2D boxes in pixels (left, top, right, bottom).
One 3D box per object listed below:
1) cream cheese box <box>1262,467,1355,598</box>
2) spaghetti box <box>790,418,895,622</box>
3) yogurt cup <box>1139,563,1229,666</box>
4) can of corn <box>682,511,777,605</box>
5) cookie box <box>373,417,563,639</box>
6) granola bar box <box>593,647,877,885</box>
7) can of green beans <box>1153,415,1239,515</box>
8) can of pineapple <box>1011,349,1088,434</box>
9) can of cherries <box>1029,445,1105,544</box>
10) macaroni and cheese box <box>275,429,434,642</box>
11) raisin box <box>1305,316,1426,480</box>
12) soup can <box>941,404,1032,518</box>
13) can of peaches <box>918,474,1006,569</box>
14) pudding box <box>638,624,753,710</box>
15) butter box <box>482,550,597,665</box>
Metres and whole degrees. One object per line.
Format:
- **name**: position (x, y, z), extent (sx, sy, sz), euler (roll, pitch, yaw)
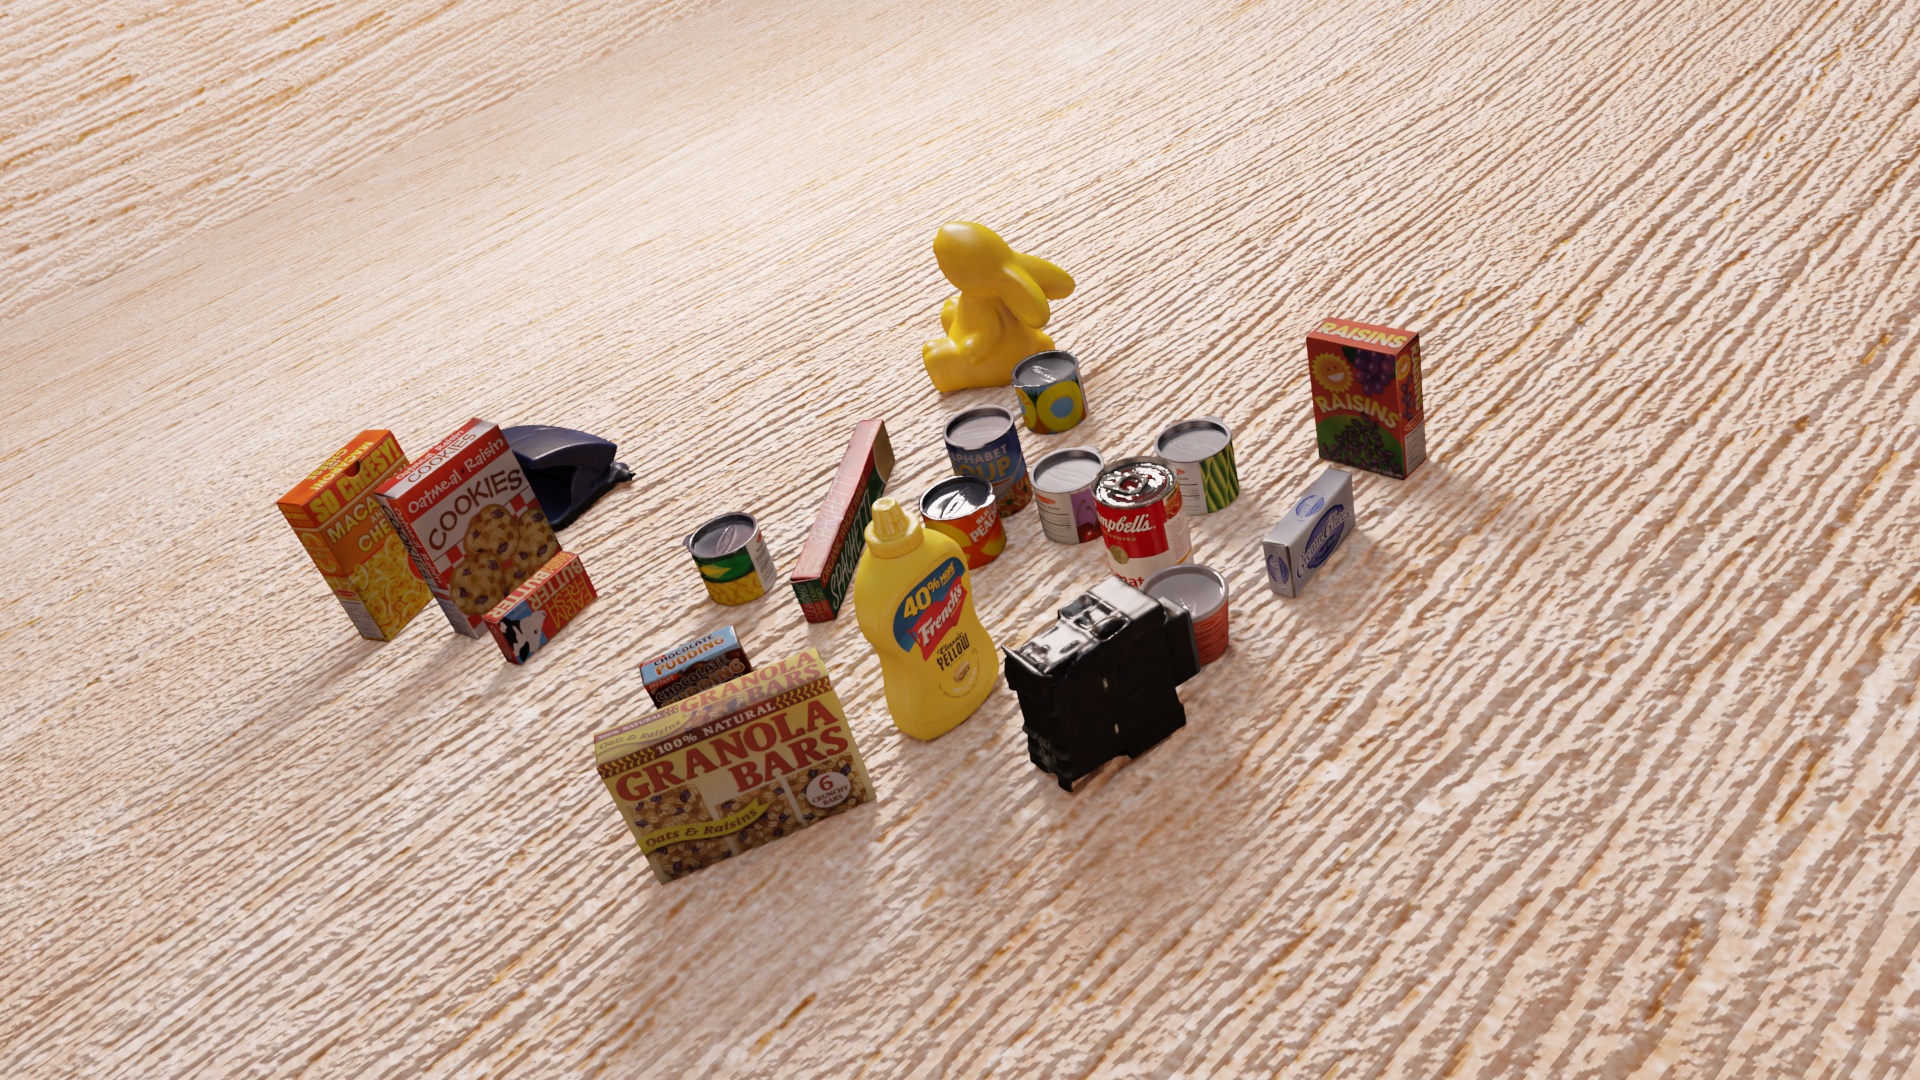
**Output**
- **cream cheese box**: position (0.275, -0.006, 1.086), extent (0.024, 0.053, 0.104), euler (17, 47, 39)
- **spaghetti box**: position (-0.104, -0.023, 1.273), extent (0.028, 0.050, 0.251), euler (-5, 36, 17)
- **yogurt cup**: position (0.170, 0.058, 1.041), extent (0.072, 0.053, 0.073), euler (-11, 35, 8)
- **can of corn**: position (-0.207, 0.017, 1.252), extent (0.071, 0.058, 0.071), euler (-11, 35, 8)
- **cookie box**: position (-0.455, -0.012, 1.301), extent (0.040, 0.166, 0.123), euler (10, 43, 34)
- **granola bar box**: position (-0.156, 0.159, 0.976), extent (0.166, 0.123, 0.039), euler (-21, 35, -6)
- **can of green beans**: position (0.203, -0.063, 1.192), extent (0.071, 0.057, 0.071), euler (-11, 35, 8)
- **can of pineapple**: position (0.086, -0.144, 1.353), extent (0.071, 0.057, 0.071), euler (-11, 35, 8)
- **can of cherries**: position (0.100, -0.040, 1.202), extent (0.071, 0.058, 0.072), euler (-11, 35, 8)
- **macaroni and cheese box**: position (-0.561, -0.006, 1.338), extent (0.040, 0.165, 0.124), euler (3, 39, 27)
- **raisin box**: position (0.338, -0.119, 1.155), extent (0.040, 0.122, 0.086), euler (-39, 40, -28)
- **soup can**: position (0.025, -0.068, 1.251), extent (0.071, 0.083, 0.072), euler (-11, 35, 8)
- **can of peaches**: position (0.004, -0.015, 1.209), extent (0.071, 0.057, 0.071), euler (-11, 35, 8)
- **pudding box**: position (-0.214, 0.109, 1.136), extent (0.084, 0.049, 0.030), euler (-23, 35, -9)
- **butter box**: position (-0.383, 0.061, 1.270), extent (0.024, 0.053, 0.104), euler (11, 43, 34)
